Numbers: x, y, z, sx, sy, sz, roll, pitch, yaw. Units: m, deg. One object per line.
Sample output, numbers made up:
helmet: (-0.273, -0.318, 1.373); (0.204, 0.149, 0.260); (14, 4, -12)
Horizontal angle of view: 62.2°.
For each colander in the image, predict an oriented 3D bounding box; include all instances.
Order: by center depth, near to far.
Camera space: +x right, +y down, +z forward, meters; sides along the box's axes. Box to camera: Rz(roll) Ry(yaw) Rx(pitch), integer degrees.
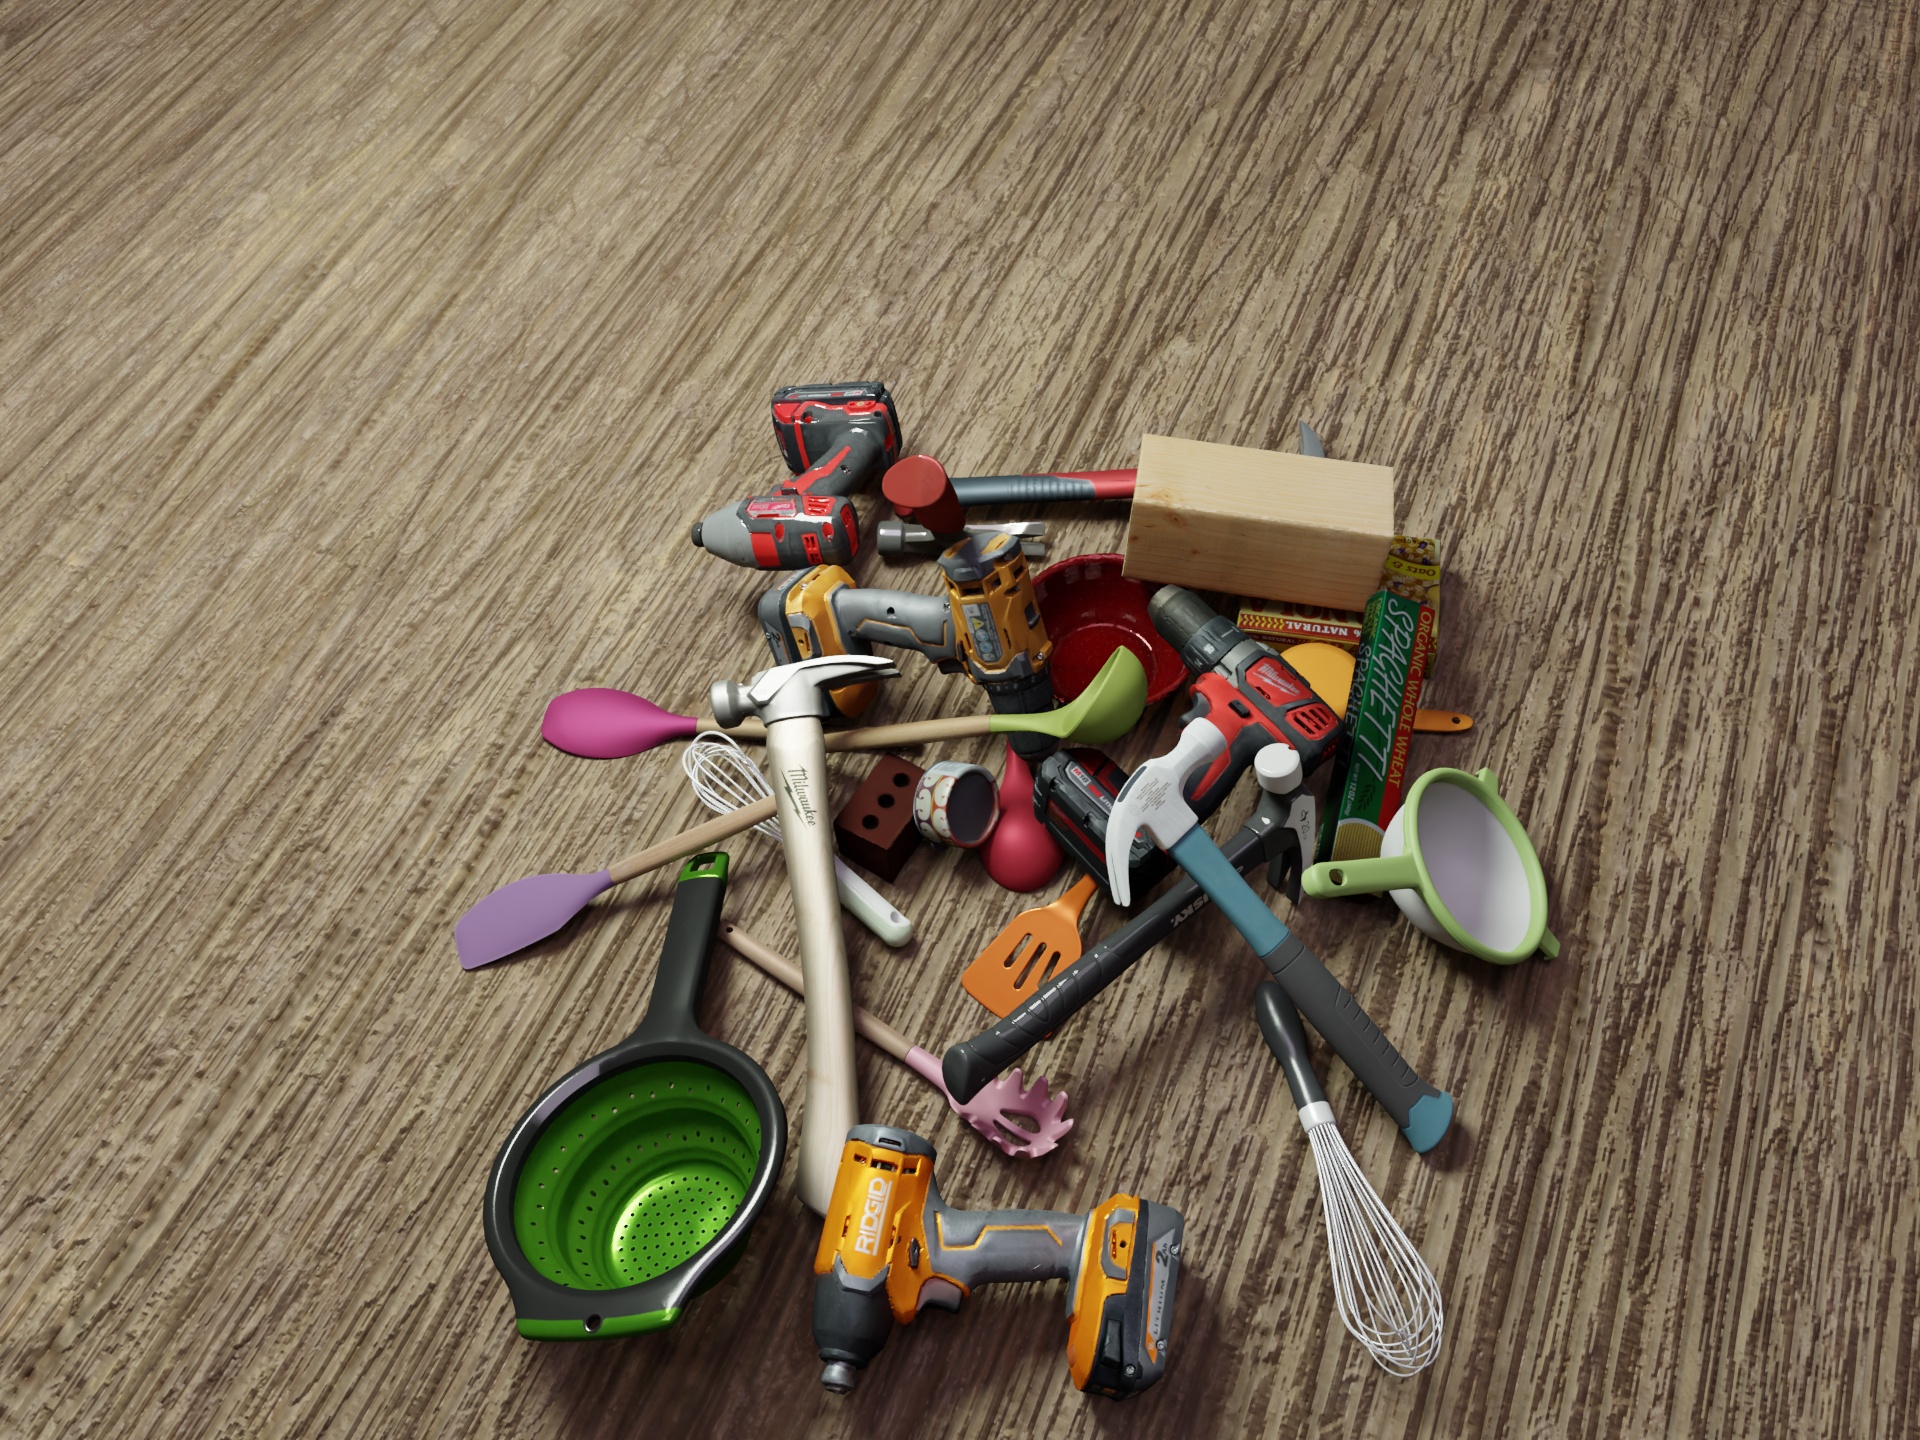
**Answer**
colander: (-0.197, 0.262, 1.114); (0.204, 0.094, 0.397); (-8, 41, 11)

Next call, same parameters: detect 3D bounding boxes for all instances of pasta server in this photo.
pasta server: (-0.058, 0.224, 1.158); (0.316, 0.040, 0.060); (29, 53, 21)

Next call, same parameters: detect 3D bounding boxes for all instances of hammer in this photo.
hammer: (0.225, 0.162, 1.090); (0.128, 0.033, 0.331); (-42, 95, -9)
hammer: (0.124, 0.160, 1.135); (0.335, 0.146, 0.035); (-36, 47, -15)
hammer: (-0.094, 0.148, 1.155); (0.146, 0.038, 0.411); (-11, 69, 7)
hammer: (-0.006, -0.161, 1.245); (0.149, 0.359, 0.037); (0, 90, 2)
hammer: (0.131, -0.219, 1.433); (0.386, 0.038, 0.143); (-1, 35, 8)

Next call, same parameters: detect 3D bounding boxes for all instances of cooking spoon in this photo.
cooking spoon: (-0.193, 0.006, 1.321); (0.319, 0.017, 0.069); (4, 57, 6)

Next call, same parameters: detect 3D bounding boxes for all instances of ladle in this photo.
ladle: (-0.002, -0.004, 1.200); (0.320, 0.062, 0.078); (-7, 36, 34)
ladle: (0.046, -0.004, 1.313); (0.069, 0.031, 0.316); (-4, 55, 5)

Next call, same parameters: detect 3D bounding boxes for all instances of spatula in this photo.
spatula: (-0.246, 0.108, 1.228); (0.316, 0.018, 0.060); (-23, 57, 1)
spatula: (0.123, 0.103, 1.240); (0.081, 0.041, 0.323); (30, 59, 20)

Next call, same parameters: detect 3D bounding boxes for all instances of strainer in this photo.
strainer: (0.319, 0.116, 1.148); (0.256, 0.069, 0.152); (0, 67, -37)

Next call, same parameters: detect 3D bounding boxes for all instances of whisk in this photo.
whisk: (0.254, 0.302, 1.085); (0.070, 0.070, 0.285); (-12, 52, -5)
whisk: (-0.129, 0.093, 1.245); (0.246, 0.059, 0.058); (39, 27, 20)

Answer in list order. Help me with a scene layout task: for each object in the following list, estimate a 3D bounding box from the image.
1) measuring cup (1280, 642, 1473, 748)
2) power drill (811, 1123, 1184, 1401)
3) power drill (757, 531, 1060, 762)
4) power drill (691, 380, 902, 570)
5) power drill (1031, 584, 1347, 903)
measuring cup: (0.330, -0.017, 1.289); (0.173, 0.052, 0.095); (5, 57, 8)
power drill: (0.018, 0.364, 1.021); (0.226, 0.084, 0.164); (13, 59, 2)
power drill: (-0.031, -0.048, 1.262); (0.226, 0.185, 0.084); (-4, 27, 30)
power drill: (-0.139, -0.207, 1.384); (0.143, 0.078, 0.220); (0, 40, 17)
power drill: (0.158, 0.009, 1.216); (0.227, 0.080, 0.188); (-36, 70, -19)
